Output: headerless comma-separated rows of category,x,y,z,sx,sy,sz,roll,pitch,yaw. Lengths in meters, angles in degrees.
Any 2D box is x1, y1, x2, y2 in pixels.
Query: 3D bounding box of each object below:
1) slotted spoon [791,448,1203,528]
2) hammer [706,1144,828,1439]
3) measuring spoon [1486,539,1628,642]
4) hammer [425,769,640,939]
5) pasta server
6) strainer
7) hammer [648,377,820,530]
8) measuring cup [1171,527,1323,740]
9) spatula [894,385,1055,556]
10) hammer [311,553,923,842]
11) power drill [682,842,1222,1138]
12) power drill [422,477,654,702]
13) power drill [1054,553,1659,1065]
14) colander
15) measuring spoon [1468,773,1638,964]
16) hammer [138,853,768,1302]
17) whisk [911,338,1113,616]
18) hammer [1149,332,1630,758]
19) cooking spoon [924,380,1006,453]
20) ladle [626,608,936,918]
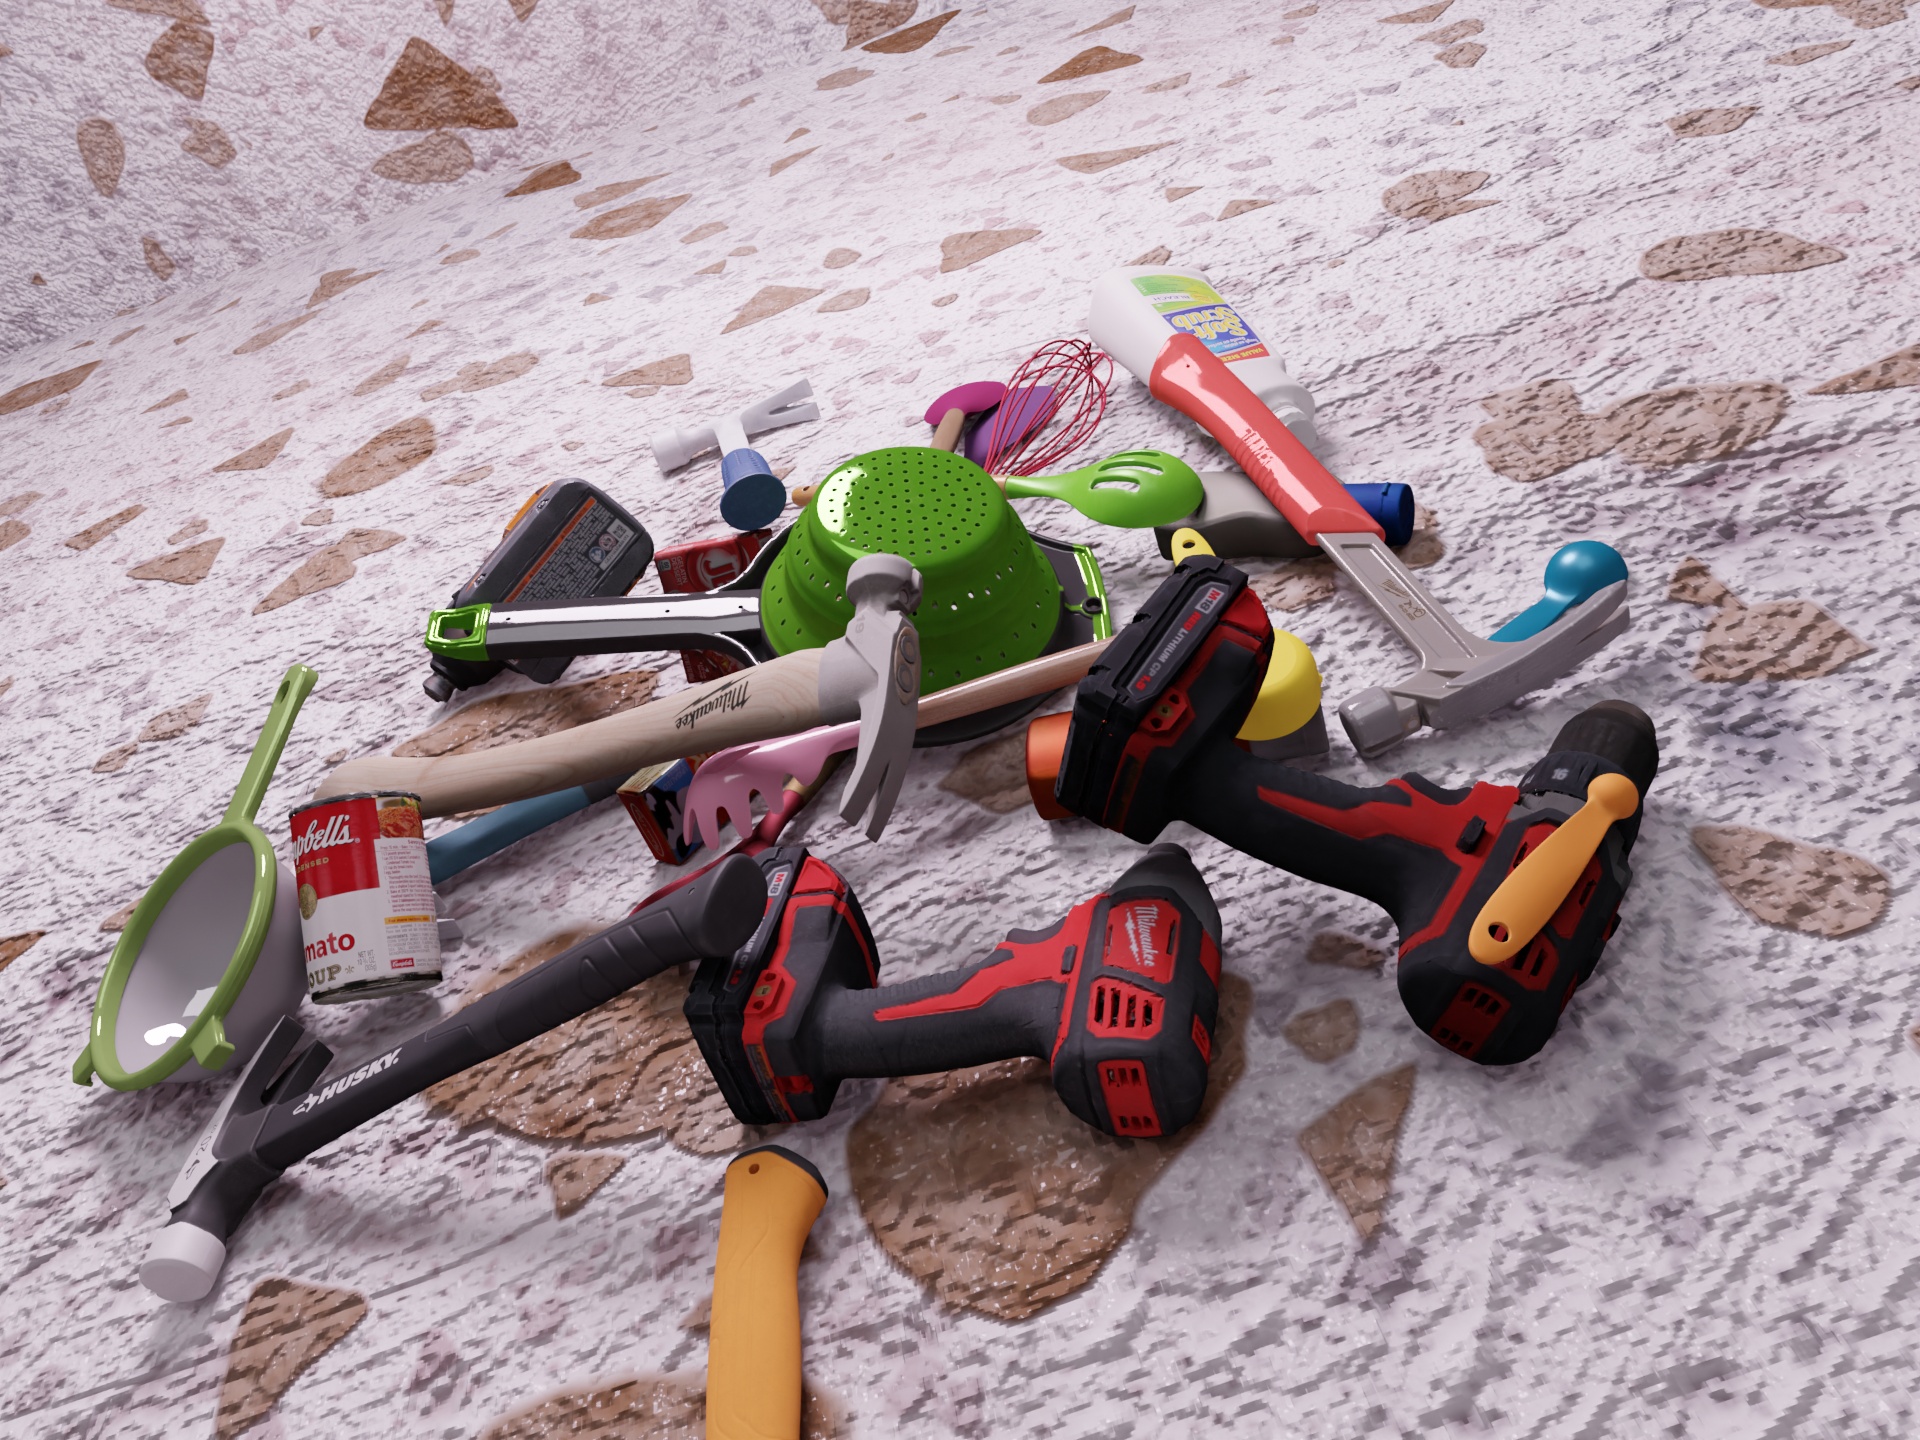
slotted spoon,0.010,-0.149,1.032,0.314,0.031,0.070,4,47,36
hammer,-0.077,0.282,0.528,0.127,0.034,0.337,-15,34,6
measuring spoon,0.297,-0.060,0.823,0.128,0.021,0.042,-35,36,-23
hammer,-0.215,0.033,0.955,0.331,0.033,0.128,-27,33,-10
pasta server,-0.001,-0.003,0.838,0.316,0.040,0.060,-17,23,2
strainer,-0.391,0.090,0.890,0.151,0.069,0.257,-14,53,35
hammer,-0.158,-0.196,1.171,0.144,0.035,0.406,-21,20,-4
measuring cup,0.133,-0.055,0.801,0.062,0.029,0.157,-19,47,2
spatula,-0.004,-0.166,1.140,0.060,0.018,0.316,2,39,29
hammer,-0.203,0.025,0.851,0.410,0.038,0.146,-13,55,28
power drill,0.005,0.110,0.695,0.220,0.078,0.143,-4,37,19
power drill,-0.293,-0.078,1.060,0.164,0.084,0.226,-54,19,-13
power drill,0.175,0.019,0.673,0.227,0.080,0.188,30,54,17
colander,-0.110,-0.085,0.904,0.397,0.094,0.205,-3,48,-3
measuring spoon,0.226,0.054,0.602,0.021,0.011,0.117,40,57,19
hammer,-0.227,0.143,0.726,0.335,0.035,0.146,-29,29,18
whisk,0.027,-0.172,1.100,0.073,0.073,0.296,7,49,35
hammer,0.206,-0.128,0.893,0.149,0.036,0.360,-27,44,1
cooking spoon,-0.006,-0.214,1.148,0.069,0.017,0.319,-15,20,10
ladle,-0.083,0.028,0.900,0.069,0.031,0.315,3,38,32
